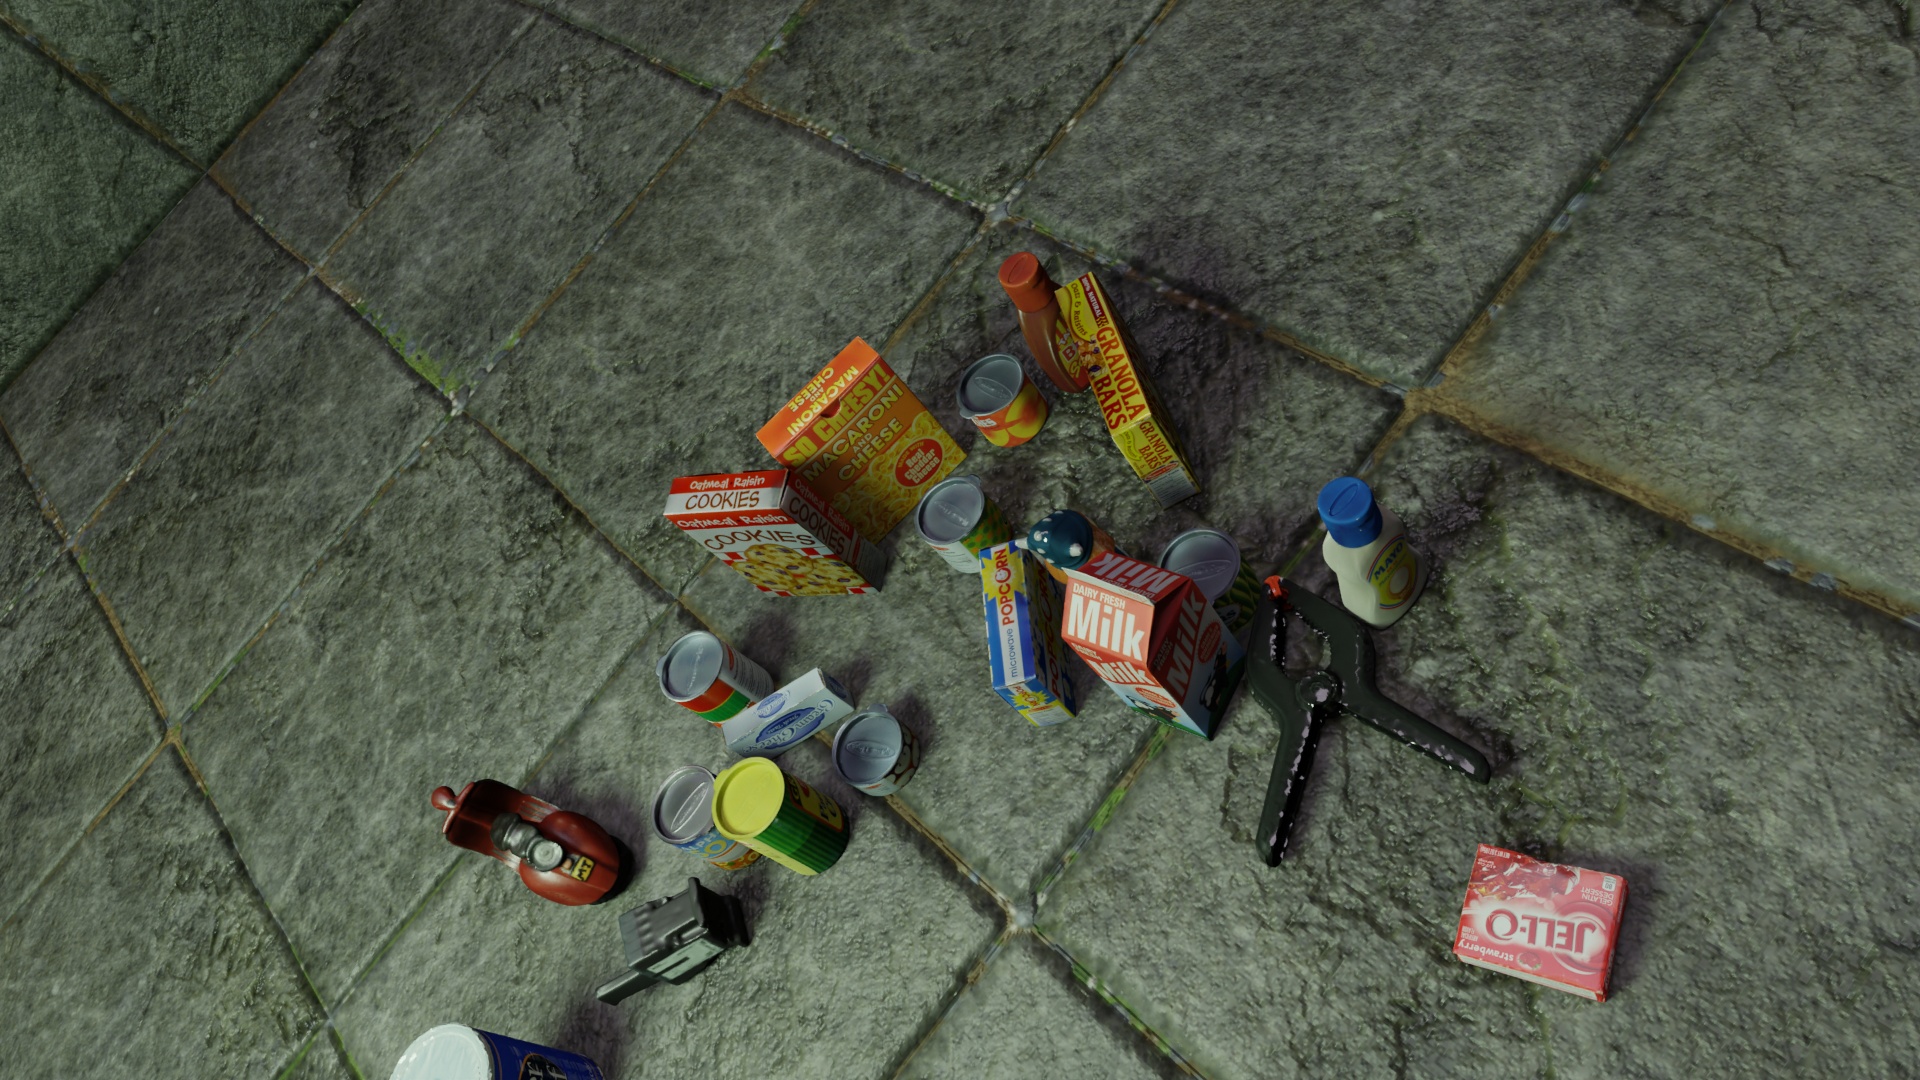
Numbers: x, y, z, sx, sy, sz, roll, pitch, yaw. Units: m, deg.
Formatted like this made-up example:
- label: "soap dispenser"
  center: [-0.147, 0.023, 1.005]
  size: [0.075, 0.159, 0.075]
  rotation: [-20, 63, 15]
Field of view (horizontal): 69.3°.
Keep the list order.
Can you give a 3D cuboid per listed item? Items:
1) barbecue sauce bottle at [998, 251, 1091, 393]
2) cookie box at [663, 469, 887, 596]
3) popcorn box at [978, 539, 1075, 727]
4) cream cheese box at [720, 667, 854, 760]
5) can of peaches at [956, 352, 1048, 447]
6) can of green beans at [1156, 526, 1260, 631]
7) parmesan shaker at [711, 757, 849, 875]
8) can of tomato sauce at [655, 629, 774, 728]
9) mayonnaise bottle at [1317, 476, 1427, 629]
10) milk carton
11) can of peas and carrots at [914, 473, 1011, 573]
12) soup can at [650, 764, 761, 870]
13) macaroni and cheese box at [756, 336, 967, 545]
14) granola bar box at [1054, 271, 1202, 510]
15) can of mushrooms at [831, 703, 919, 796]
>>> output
- label: "barbecue sauce bottle"
  center: [0.079, -0.191, 1.200]
  size: [0.044, 0.148, 0.065]
  rotation: [23, 76, 37]
- label: "cookie box"
  center: [-0.158, -0.004, 1.211]
  size: [0.123, 0.167, 0.040]
  rotation: [-3, 62, 28]
- label: "popcorn box"
  center: [0.053, 0.074, 1.099]
  size: [0.038, 0.085, 0.127]
  rotation: [-19, 55, 20]
- label: "cream cheese box"
  center: [-0.147, 0.151, 1.186]
  size: [0.103, 0.053, 0.024]
  rotation: [-32, 52, 10]
- label: "can of peaches"
  center: [0.037, -0.123, 1.242]
  size: [0.071, 0.058, 0.071]
  rotation: [-14, 57, 22]
- label: "can of green beans"
  center: [0.190, 0.032, 1.064]
  size: [0.071, 0.057, 0.071]
  rotation: [-14, 57, 22]
- label: "parmesan shaker"
  center: [-0.144, 0.220, 1.111]
  size: [0.071, 0.103, 0.071]
  rotation: [-14, 57, 22]
- label: "can of tomato sauce"
  center: [-0.215, 0.126, 1.221]
  size: [0.071, 0.083, 0.071]
  rotation: [-14, 57, 22]
- label: "mayonnaise bottle"
  center: [0.284, 0.007, 0.967]
  size: [0.065, 0.147, 0.041]
  rotation: [-50, 51, -4]
- label: "milk carton"
  center: [0.135, 0.069, 0.987]
  size: [0.072, 0.190, 0.073]
  rotation: [18, 73, 36]
- label: "can of peas and carrots"
  center: [0.004, -0.015, 1.196]
  size: [0.071, 0.058, 0.071]
  rotation: [-14, 57, 22]
- label: "soup can"
  center: [-0.203, 0.232, 1.150]
  size: [0.071, 0.083, 0.071]
  rotation: [-14, 57, 22]
- label: "macaroni and cheese box"
  center: [-0.082, -0.083, 1.215]
  size: [0.124, 0.166, 0.040]
  rotation: [-44, 51, 0]
- label: "granola bar box"
  center: [0.138, -0.123, 1.142]
  size: [0.039, 0.124, 0.166]
  rotation: [-27, 53, 14]
- label: "can of mushrooms"
  center: [-0.068, 0.172, 1.142]
  size: [0.071, 0.033, 0.071]
  rotation: [-14, 57, 22]
